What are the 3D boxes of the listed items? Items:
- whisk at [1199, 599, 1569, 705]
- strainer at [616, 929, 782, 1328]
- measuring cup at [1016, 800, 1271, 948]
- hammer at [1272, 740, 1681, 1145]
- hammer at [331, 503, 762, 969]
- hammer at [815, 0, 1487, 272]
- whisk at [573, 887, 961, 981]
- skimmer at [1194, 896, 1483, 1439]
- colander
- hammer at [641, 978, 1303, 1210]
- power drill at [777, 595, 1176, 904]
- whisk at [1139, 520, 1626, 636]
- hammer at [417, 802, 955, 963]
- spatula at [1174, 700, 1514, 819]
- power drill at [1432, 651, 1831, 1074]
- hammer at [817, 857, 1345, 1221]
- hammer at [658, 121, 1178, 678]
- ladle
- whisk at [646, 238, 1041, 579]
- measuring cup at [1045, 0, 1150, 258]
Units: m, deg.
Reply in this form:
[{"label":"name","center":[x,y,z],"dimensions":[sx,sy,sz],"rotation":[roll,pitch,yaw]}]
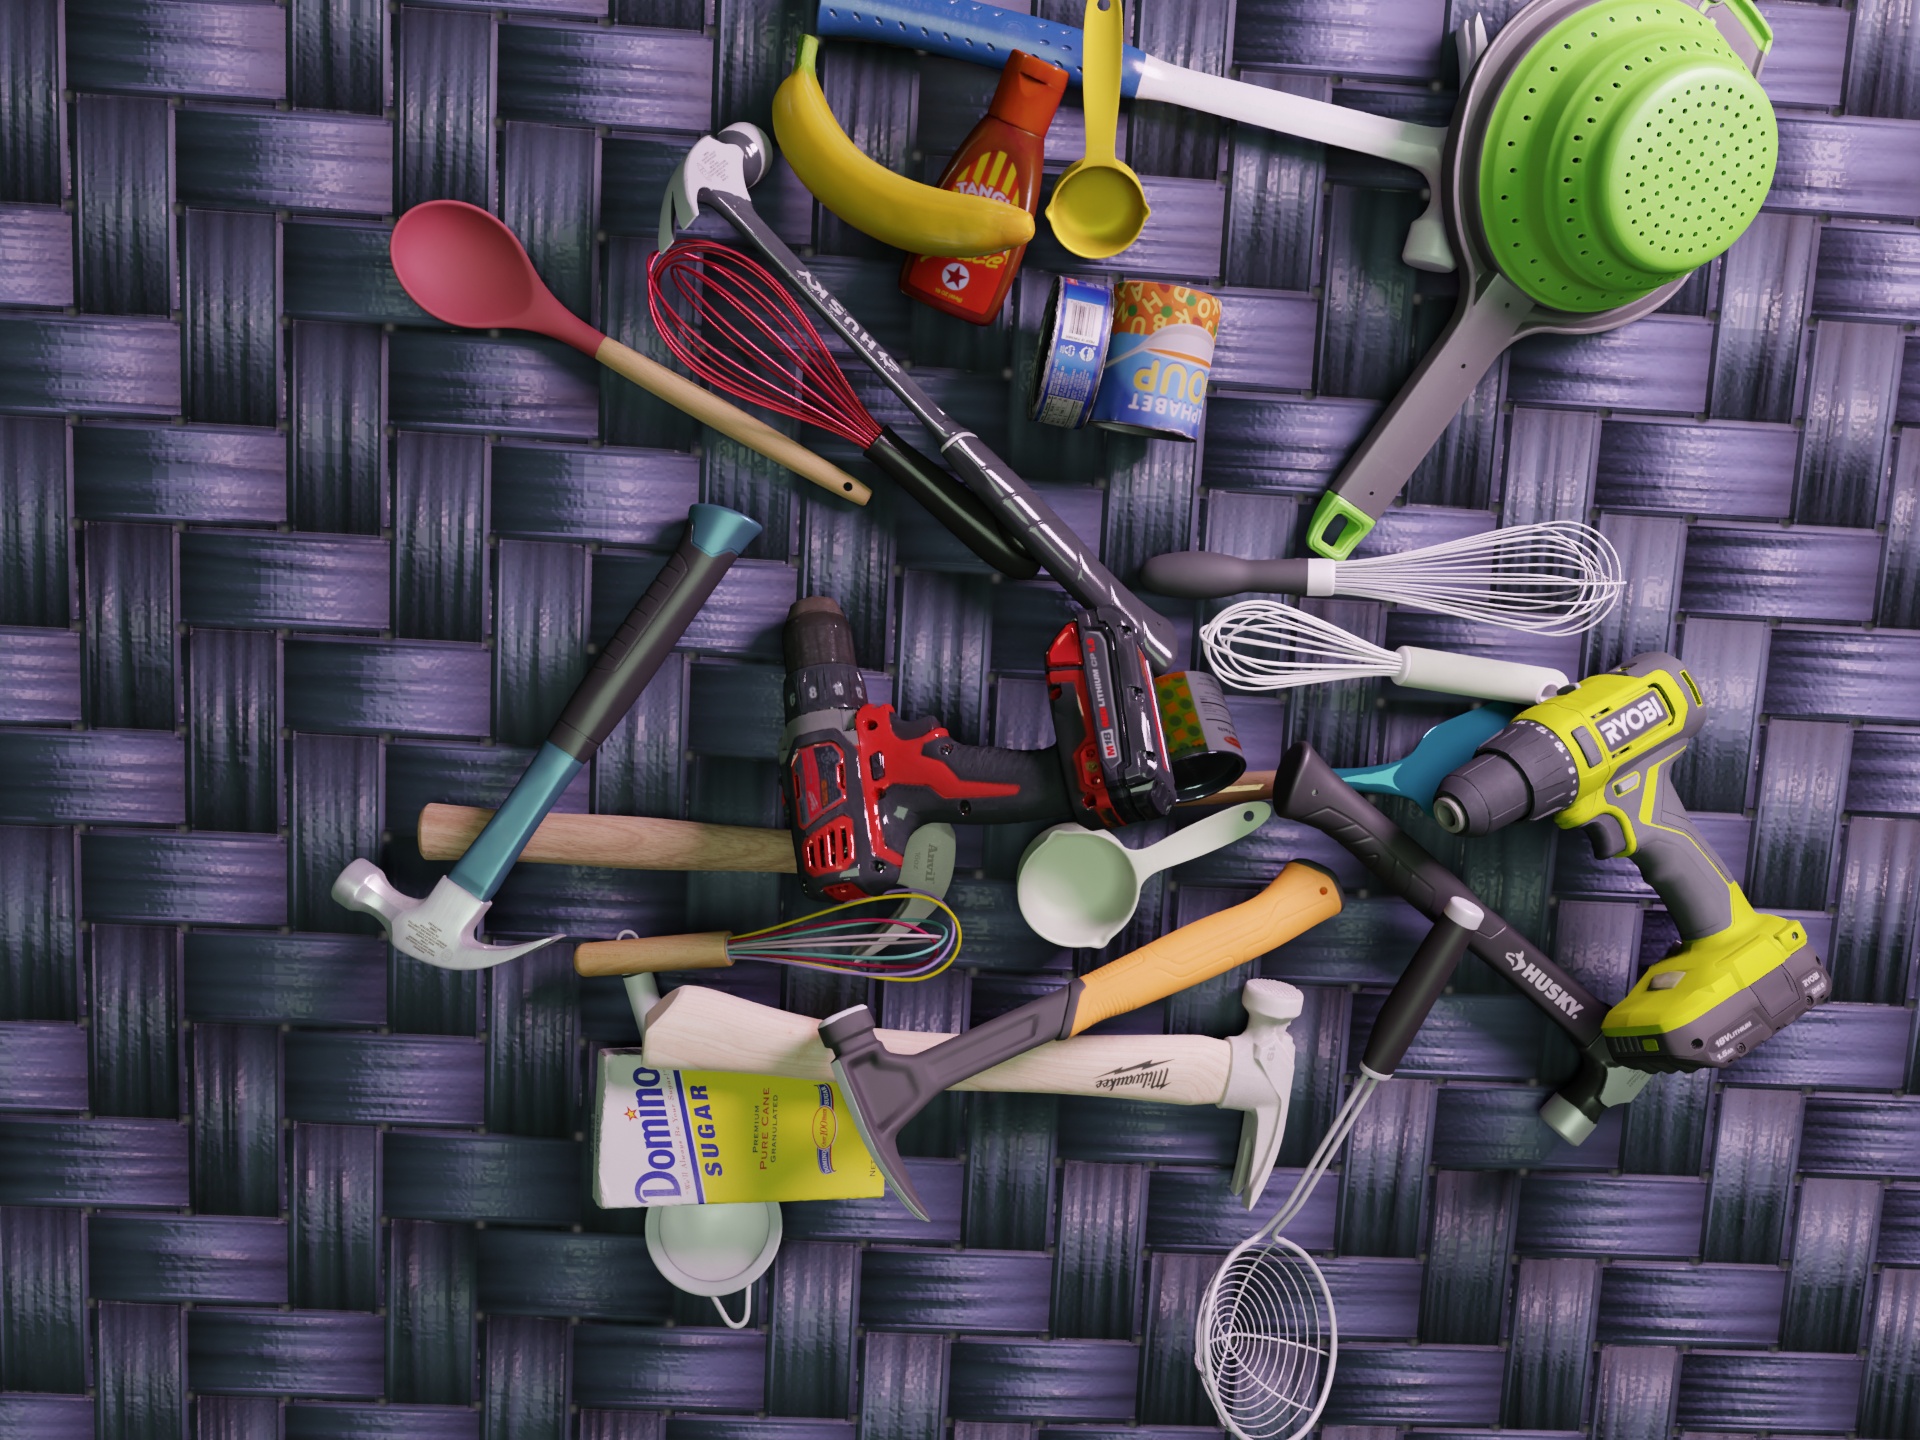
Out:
[{"label":"whisk","center":[0.264,-0.035,0.983],"dimensions":[0.246,0.059,0.057],"rotation":[8,114,-12]},{"label":"strainer","center":[-0.176,0.256,1.014],"dimensions":[0.087,0.050,0.258],"rotation":[-16,92,-5]},{"label":"measuring cup","center":[0.114,0.083,1.001],"dimensions":[0.167,0.038,0.083],"rotation":[-23,103,0]},{"label":"hammer","center":[0.324,0.122,0.996],"dimensions":[0.334,0.035,0.146],"rotation":[39,95,-15]},{"label":"hammer","center":[-0.231,0.006,0.959],"dimensions":[0.128,0.033,0.331],"rotation":[35,87,2]},{"label":"hammer","center":[0.118,-0.384,0.940],"dimensions":[0.405,0.035,0.144],"rotation":[13,97,-4]},{"label":"whisk","center":[-0.119,0.141,0.966],"dimensions":[0.245,0.051,0.047],"rotation":[-6,122,11]},{"label":"skimmer","center":[0.249,0.283,0.984],"dimensions":[0.127,0.090,0.363],"rotation":[11,111,-37]},{"label":"colander","center":[0.341,-0.250,0.917],"dimensions":[0.204,0.095,0.397],"rotation":[28,103,-25]},{"label":"hammer","center":[0.010,0.220,0.984],"dimensions":[0.410,0.038,0.146],"rotation":[7,97,-13]},{"label":"power drill","center":[-0.001,-0.003,0.932],"dimensions":[0.226,0.080,0.188],"rotation":[-13,70,13]},{"label":"whisk","center":[0.251,-0.086,0.962],"dimensions":[0.284,0.070,0.070],"rotation":[2,98,12]},{"label":"hammer","center":[-0.169,0.081,0.994],"dimensions":[0.331,0.031,0.130],"rotation":[3,97,-2]},{"label":"spatula","center":[0.199,0.040,1.009],"dimensions":[0.317,0.044,0.082],"rotation":[-4,99,3]},{"label":"power drill","center":[0.399,0.091,0.954],"dimensions":[0.190,0.080,0.228],"rotation":[-25,85,-22]},{"label":"hammer","center":[0.090,0.172,0.957],"dimensions":[0.337,0.034,0.127],"rotation":[-22,80,-17]},{"label":"hammer","center":[-0.014,-0.174,0.930],"dimensions":[0.036,0.149,0.408],"rotation":[-37,106,30]},{"label":"ladle","center":[-0.192,-0.212,0.956],"dimensions":[0.315,0.031,0.069],"rotation":[29,98,-8]},{"label":"whisk","center":[-0.067,-0.180,0.951],"dimensions":[0.295,0.073,0.073],"rotation":[38,95,-12]},{"label":"measuring cup","center":[0.080,-0.346,0.916],"dimensions":[0.062,0.029,0.156],"rotation":[1,125,3]}]
